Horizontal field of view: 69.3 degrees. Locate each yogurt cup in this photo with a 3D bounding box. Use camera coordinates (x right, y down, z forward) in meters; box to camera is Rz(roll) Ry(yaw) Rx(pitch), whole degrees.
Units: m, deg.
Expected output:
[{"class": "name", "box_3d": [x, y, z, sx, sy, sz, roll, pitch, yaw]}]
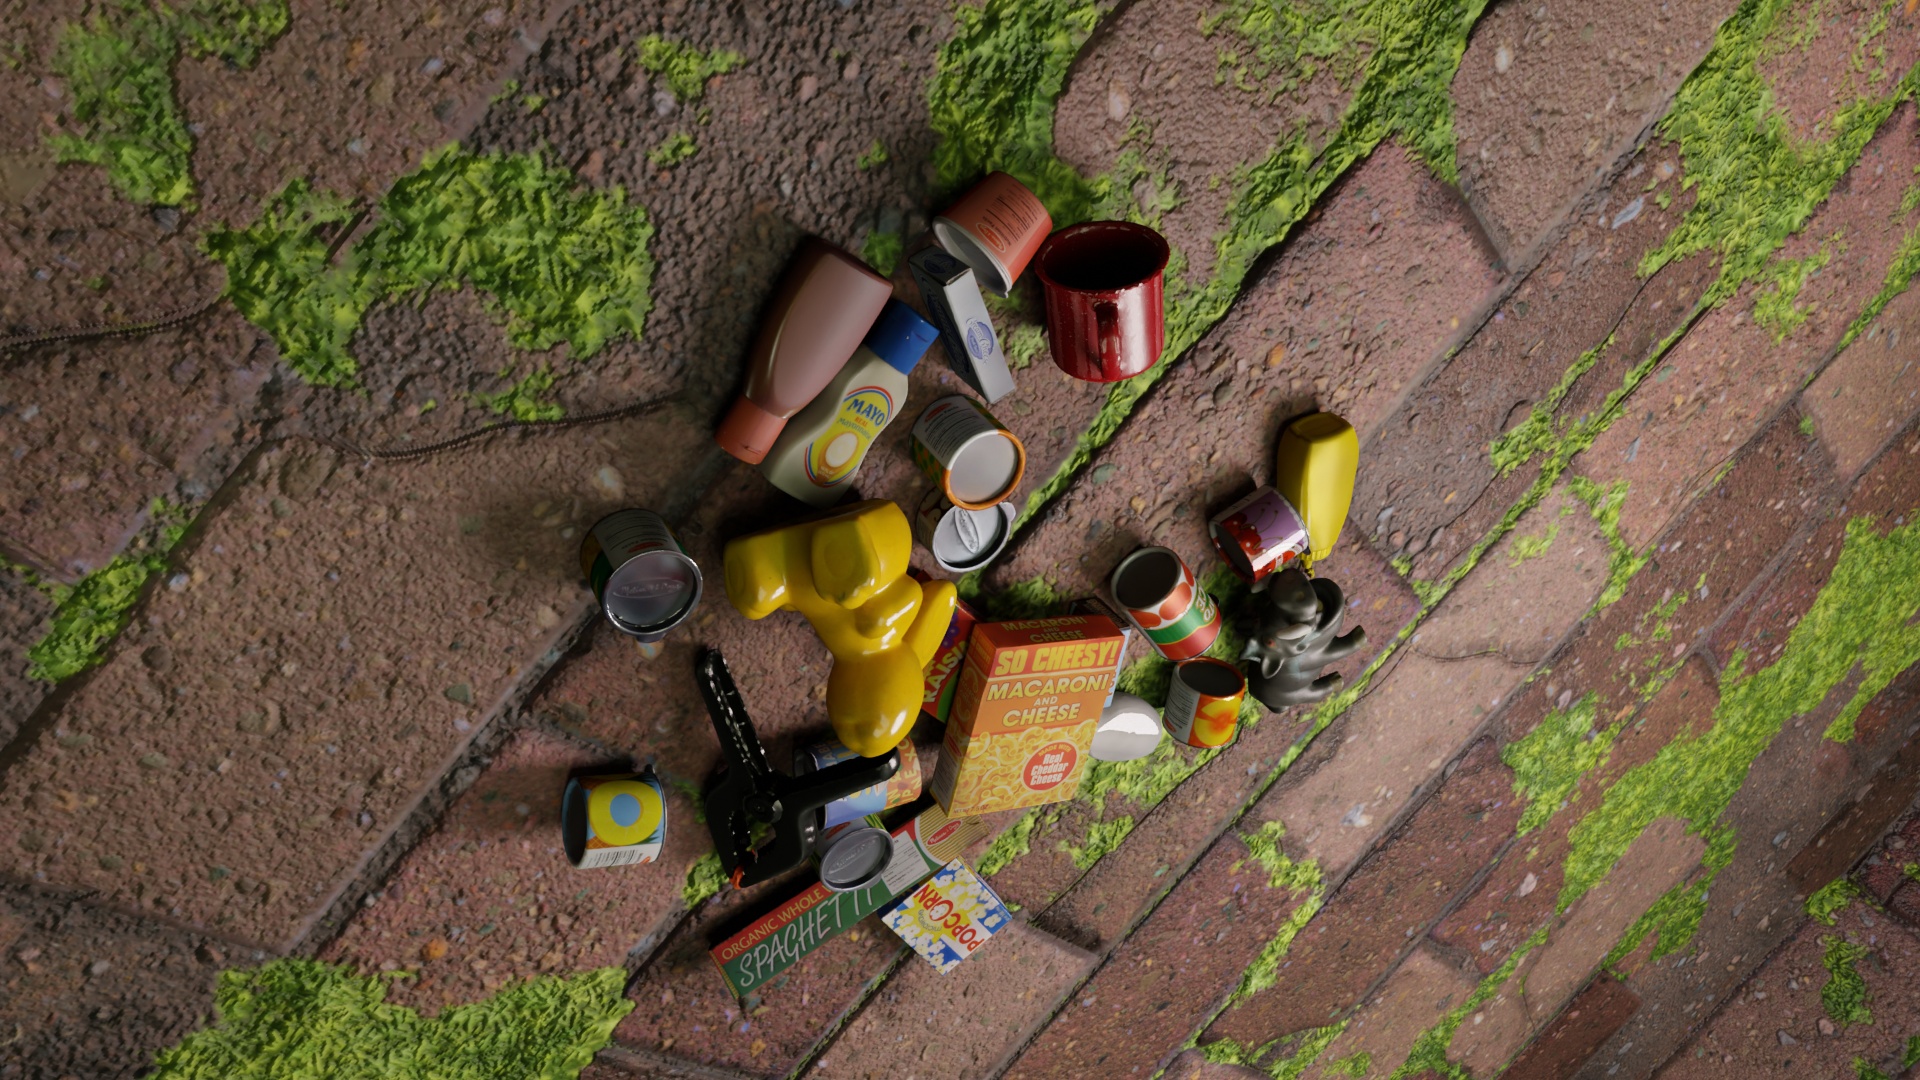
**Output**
[{"class": "yogurt cup", "box_3d": [0.023, -0.204, 0.911, 0.054, 0.072, 0.072, -48, 132, -6]}]

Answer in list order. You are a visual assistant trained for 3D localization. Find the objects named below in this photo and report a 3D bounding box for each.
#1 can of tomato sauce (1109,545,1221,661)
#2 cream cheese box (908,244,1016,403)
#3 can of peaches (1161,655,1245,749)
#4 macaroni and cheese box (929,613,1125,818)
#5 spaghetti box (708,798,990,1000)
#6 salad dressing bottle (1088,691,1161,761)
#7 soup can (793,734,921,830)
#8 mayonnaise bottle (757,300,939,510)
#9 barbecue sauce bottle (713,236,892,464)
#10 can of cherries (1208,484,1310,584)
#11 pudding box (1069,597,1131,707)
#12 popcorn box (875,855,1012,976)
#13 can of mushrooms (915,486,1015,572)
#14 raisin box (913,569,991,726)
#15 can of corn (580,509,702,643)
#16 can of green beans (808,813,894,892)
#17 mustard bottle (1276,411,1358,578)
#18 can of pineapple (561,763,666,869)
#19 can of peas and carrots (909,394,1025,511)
[{"class": "can of tomato sauce", "box_3d": [0.174, 0.052, 1.169, 0.071, 0.071, 0.083, -43, 131, 0]}, {"class": "cream cheese box", "box_3d": [0.001, -0.146, 0.942, 0.024, 0.053, 0.103, -34, 131, -11]}, {"class": "can of peaches", "box_3d": [0.222, 0.146, 1.260, 0.071, 0.071, 0.057, -9, 123, -27]}, {"class": "macaroni and cheese box", "box_3d": [0.052, 0.140, 1.115, 0.124, 0.040, 0.165, -2, 121, -30]}, {"class": "spaghetti box", "box_3d": [-0.093, 0.294, 1.172, 0.250, 0.028, 0.050, -31, 90, -10]}, {"class": "salad dressing bottle", "box_3d": [0.109, 0.159, 1.216, 0.148, 0.044, 0.064, 12, 114, -35]}, {"class": "soup can", "box_3d": [-0.081, 0.183, 1.097, 0.084, 0.071, 0.071, -13, 126, -25]}, {"class": "mayonnaise bottle", "box_3d": [-0.072, -0.093, 0.939, 0.064, 0.041, 0.148, 29, 102, -43]}, {"class": "barbecue sauce bottle", "box_3d": [-0.107, -0.119, 0.899, 0.065, 0.044, 0.148, 23, 106, -40]}, {"class": "can of cherries", "box_3d": [0.254, -0.003, 1.179, 0.058, 0.072, 0.071, -32, 131, -9]}, {"class": "pudding box", "box_3d": [0.110, 0.096, 1.169, 0.030, 0.050, 0.083, -7, 123, -30]}, {"class": "popcorn box", "box_3d": [-0.018, 0.329, 1.250, 0.085, 0.038, 0.126, -38, 132, -4]}, {"class": "can of mushrooms", "box_3d": [0.004, -0.013, 1.044, 0.071, 0.033, 0.070, -15, 126, -22]}, {"class": "raisin box", "box_3d": [-0.015, 0.089, 1.095, 0.086, 0.040, 0.123, -46, 133, 4]}, {"class": "can of corn", "box_3d": [-0.212, 0.023, 0.917, 0.071, 0.058, 0.070, -16, 127, -23]}, {"class": "can of green beans", "box_3d": [-0.096, 0.242, 1.133, 0.071, 0.058, 0.071, -16, 126, -23]}, {"class": "mustard bottle", "box_3d": [0.306, -0.032, 1.207, 0.065, 0.049, 0.159, -19, 128, -20]}, {"class": "can of pineapple", "box_3d": [-0.252, 0.200, 1.006, 0.058, 0.071, 0.070, 2, 118, -32]}, {"class": "can of peas and carrots", "box_3d": [0.006, -0.061, 0.997, 0.071, 0.059, 0.070, -16, 127, -22]}]
